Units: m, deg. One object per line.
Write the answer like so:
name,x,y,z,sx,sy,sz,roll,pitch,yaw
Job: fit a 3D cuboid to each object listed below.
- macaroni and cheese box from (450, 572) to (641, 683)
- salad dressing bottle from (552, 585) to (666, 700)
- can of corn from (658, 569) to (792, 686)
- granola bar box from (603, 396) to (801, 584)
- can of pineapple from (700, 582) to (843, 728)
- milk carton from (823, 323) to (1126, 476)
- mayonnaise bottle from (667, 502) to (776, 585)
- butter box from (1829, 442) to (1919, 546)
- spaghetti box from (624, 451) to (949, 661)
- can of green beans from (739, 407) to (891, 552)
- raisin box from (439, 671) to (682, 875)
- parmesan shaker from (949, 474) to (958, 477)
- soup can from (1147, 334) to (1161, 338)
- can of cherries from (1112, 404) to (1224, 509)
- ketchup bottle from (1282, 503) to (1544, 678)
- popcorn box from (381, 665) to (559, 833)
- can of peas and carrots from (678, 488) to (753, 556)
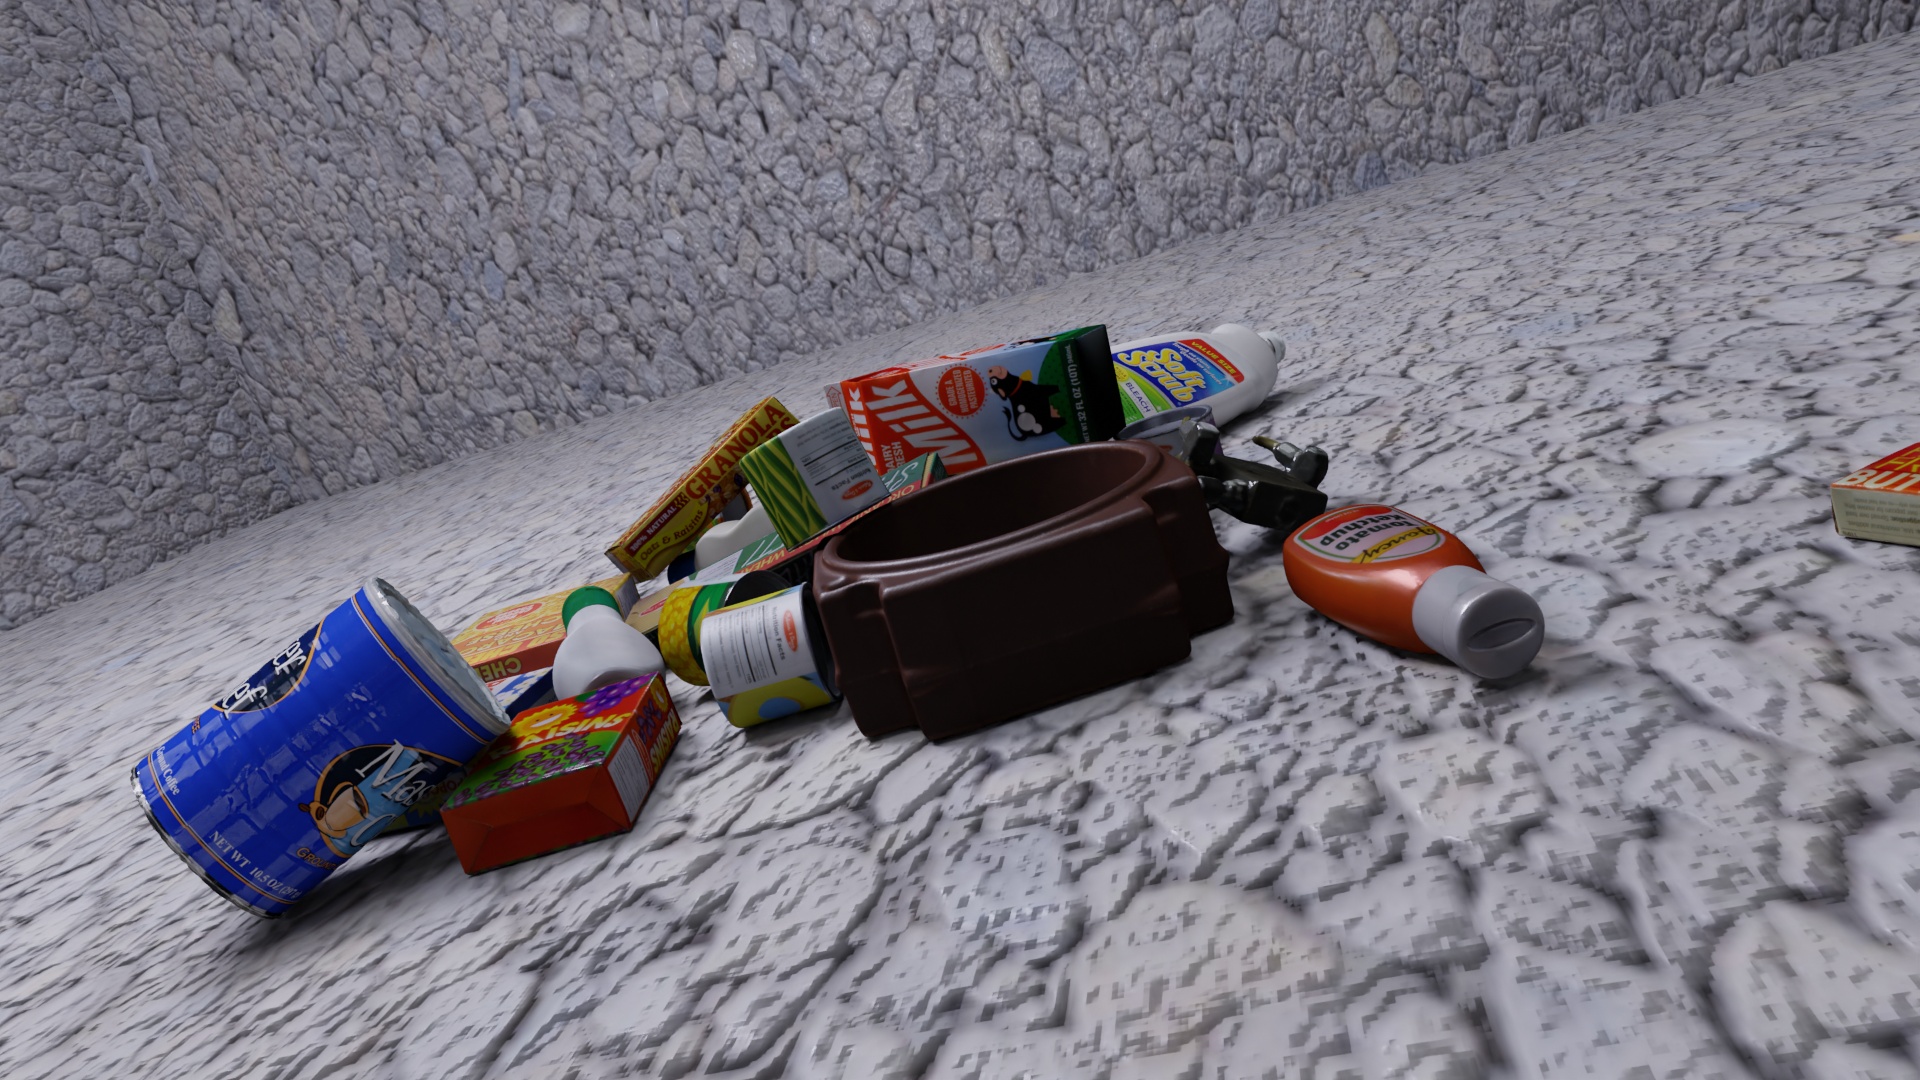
macaroni and cheese box,-0.307,0.077,0.994,0.124,0.040,0.167,-16,13,5
salad dressing bottle,-0.219,0.069,0.850,0.064,0.044,0.148,3,17,-22
can of corn,-0.136,0.055,0.821,0.058,0.071,0.071,-8,16,38
granola bar box,-0.206,-0.038,1.098,0.166,0.039,0.124,-48,12,-17
can of pineapple,-0.100,0.062,0.744,0.058,0.071,0.071,-17,13,5
milk carton,0.003,-0.085,0.905,0.190,0.072,0.074,-9,12,23
mayonnaise bottle,-0.161,0.011,1.031,0.147,0.064,0.041,-19,10,41
butter box,0.391,-0.015,0.520,0.053,0.024,0.103,-22,14,-15
spaghetti box,-0.115,0.016,0.886,0.249,0.028,0.050,-25,28,22
can of green beans,-0.081,-0.034,0.774,0.071,0.058,0.071,-29,2,1
raisin box,-0.199,0.116,0.712,0.086,0.040,0.124,-17,15,5
parmesan shaker,0.003,-0.011,0.892,0.071,0.071,0.103,-26,16,-32
soup can,0.148,-0.132,1.206,0.084,0.071,0.071,-25,15,-27
can of cherries,0.140,-0.051,0.906,0.071,0.058,0.071,-18,13,4
ketchup bottle,0.192,0.020,0.590,0.065,0.043,0.149,-18,14,-4
popcorn box,-0.291,0.120,0.807,0.085,0.038,0.127,-14,14,13
can of peas and carrots,-0.219,-0.019,1.216,0.058,0.070,0.071,-13,14,19
